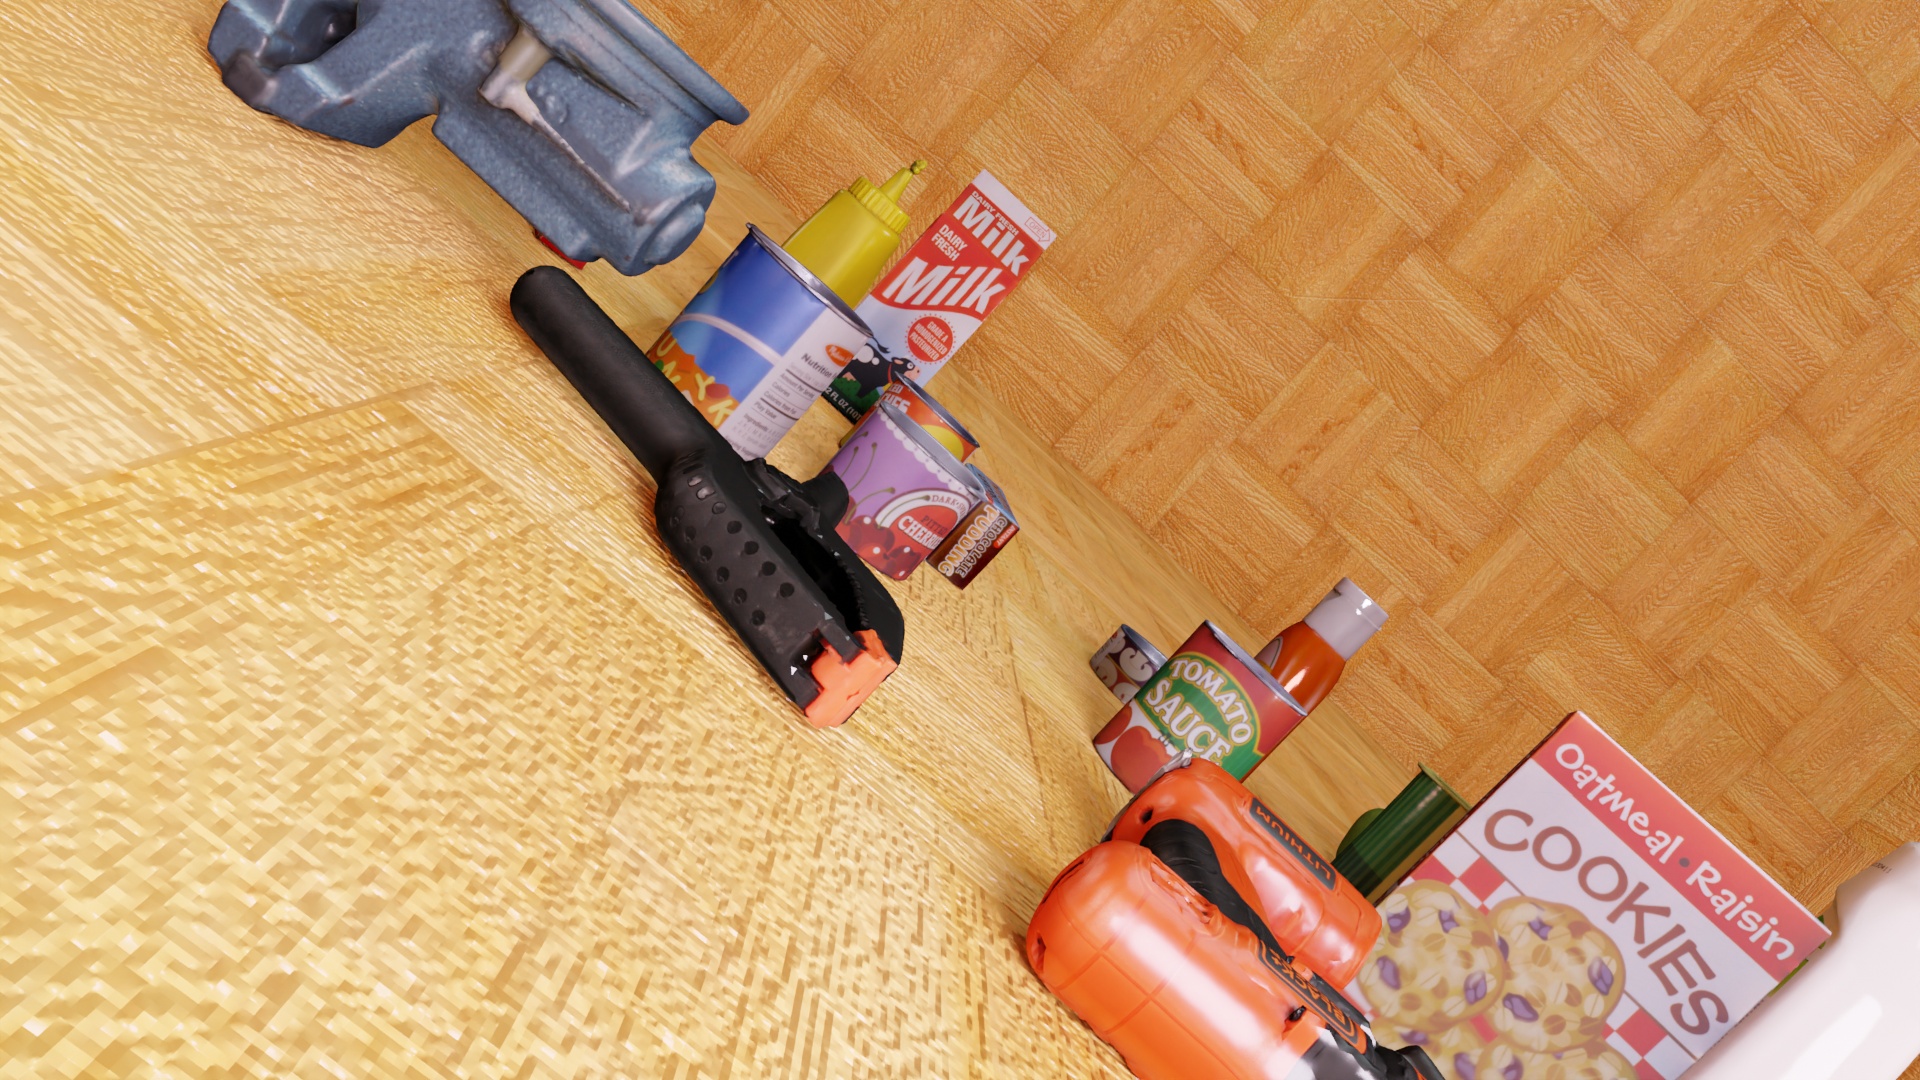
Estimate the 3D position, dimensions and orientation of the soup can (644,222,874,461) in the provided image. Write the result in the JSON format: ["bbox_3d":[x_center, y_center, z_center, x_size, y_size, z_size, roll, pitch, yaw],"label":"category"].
[{"bbox_3d":[-0.089,-0.078,0.576,0.071,0.083,0.071,42,8,-7],"label":"soup can"}]

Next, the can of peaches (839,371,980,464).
[{"bbox_3d":[-0.033,-0.060,0.844,0.071,0.058,0.071,42,8,-7],"label":"can of peaches"}]

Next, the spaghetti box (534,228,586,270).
[{"bbox_3d":[-0.215,-0.208,0.776,0.028,0.050,0.251,38,9,-30],"label":"spaghetti box"}]

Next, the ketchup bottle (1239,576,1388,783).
[{"bbox_3d":[0.197,0.088,0.851,0.043,0.148,0.065,41,8,-10],"label":"ketchup bottle"}]

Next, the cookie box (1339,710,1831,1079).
[{"bbox_3d":[0.247,0.172,0.582,0.123,0.167,0.040,45,8,19],"label":"cookie box"}]

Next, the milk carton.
[{"bbox_3d":[-0.022,-0.166,0.976,0.072,0.190,0.073,42,8,-9],"label":"milk carton"}]

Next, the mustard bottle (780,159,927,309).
[{"bbox_3d":[-0.076,-0.165,0.819,0.049,0.160,0.065,44,8,10],"label":"mustard bottle"}]

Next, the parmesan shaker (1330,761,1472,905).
[{"bbox_3d":[0.211,0.167,0.671,0.071,0.103,0.071,42,8,-7],"label":"parmesan shaker"}]

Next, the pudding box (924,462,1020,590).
[{"bbox_3d":[0.003,-0.010,0.783,0.030,0.049,0.084,41,8,-15],"label":"pudding box"}]

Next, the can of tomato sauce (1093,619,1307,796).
[{"bbox_3d":[0.115,0.091,0.679,0.071,0.083,0.071,42,8,-7],"label":"can of tomato sauce"}]

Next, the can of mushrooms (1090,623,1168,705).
[{"bbox_3d":[0.117,0.088,0.878,0.071,0.033,0.071,42,8,-7],"label":"can of mushrooms"}]

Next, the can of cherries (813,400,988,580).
[{"bbox_3d":[-0.030,-0.022,0.657,0.071,0.058,0.071,42,8,-7],"label":"can of cherries"}]
